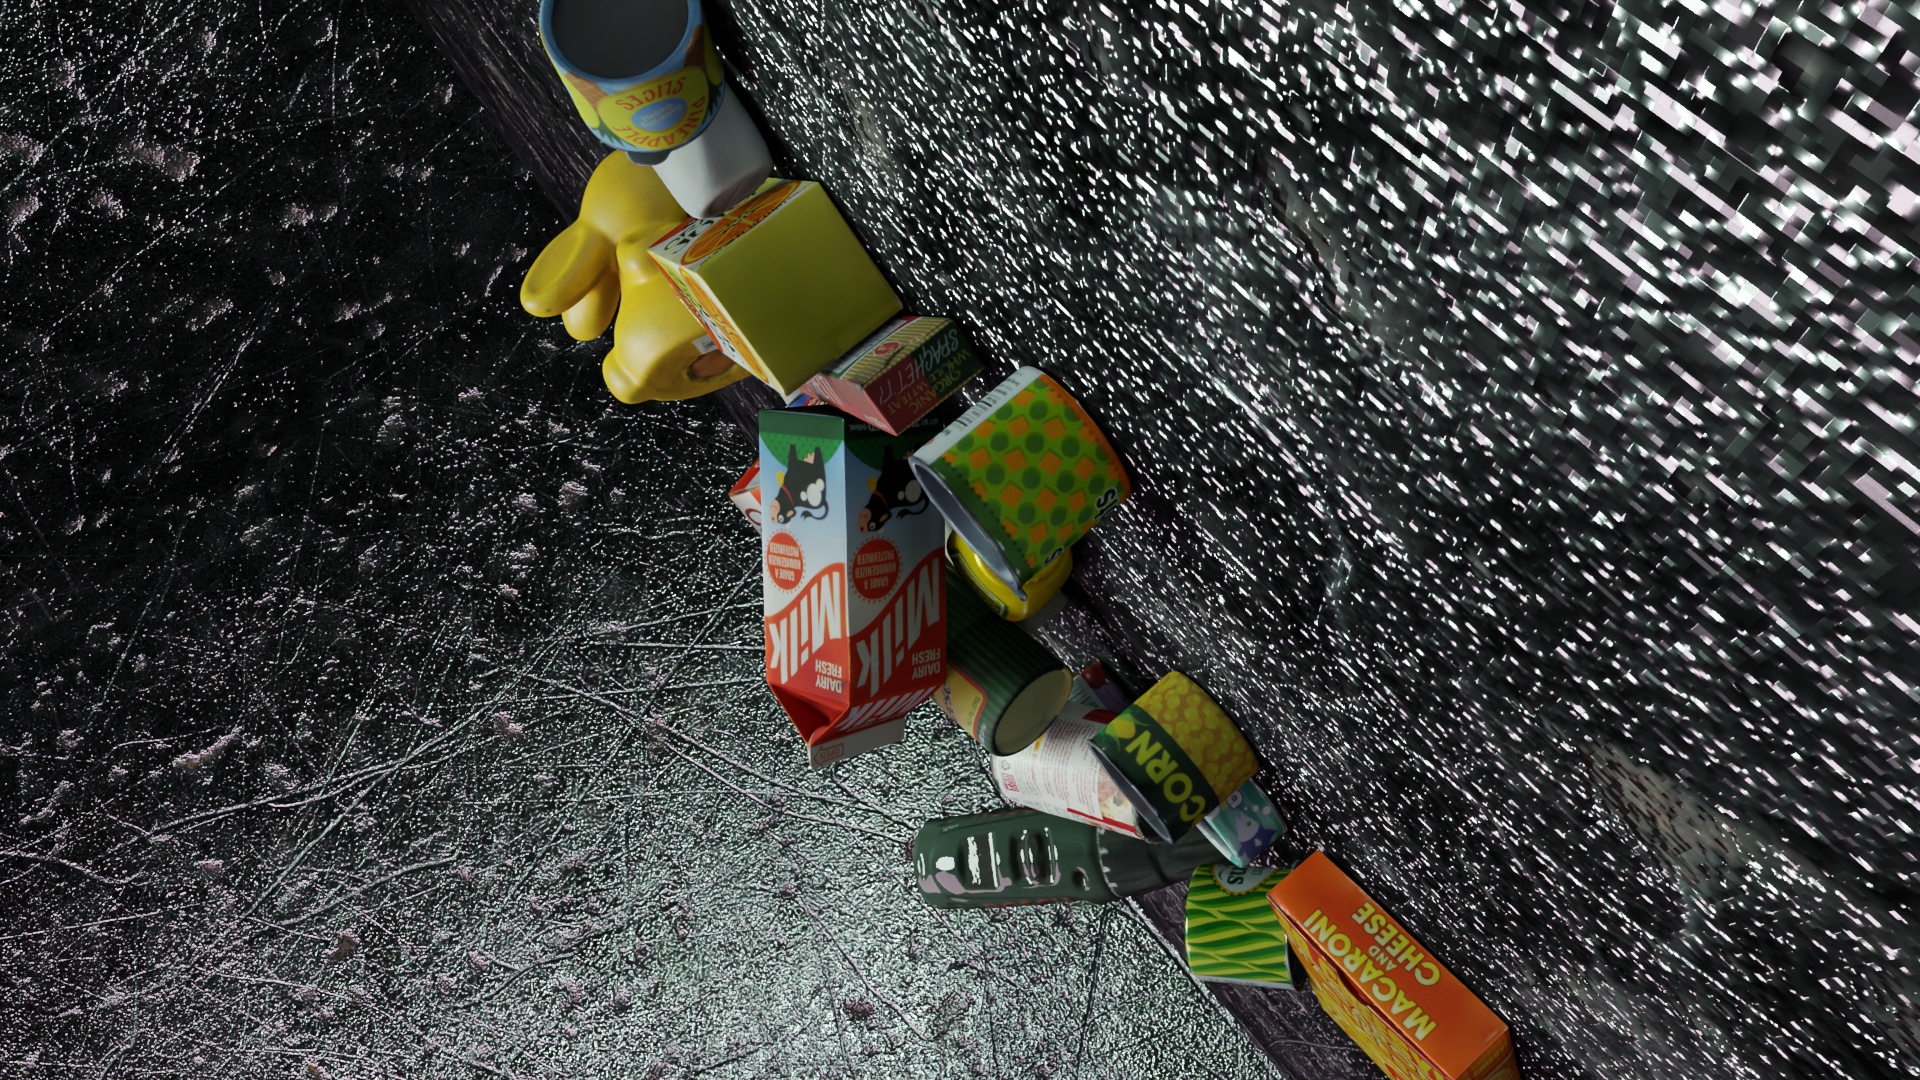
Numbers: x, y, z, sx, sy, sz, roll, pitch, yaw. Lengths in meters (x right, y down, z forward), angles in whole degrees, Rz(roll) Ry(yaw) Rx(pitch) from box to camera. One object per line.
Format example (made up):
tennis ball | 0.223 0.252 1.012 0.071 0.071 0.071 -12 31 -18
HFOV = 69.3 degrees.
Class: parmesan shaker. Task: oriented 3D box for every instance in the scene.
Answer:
parmesan shaker | 0.006 0.066 0.793 0.103 0.071 0.071 39 168 31

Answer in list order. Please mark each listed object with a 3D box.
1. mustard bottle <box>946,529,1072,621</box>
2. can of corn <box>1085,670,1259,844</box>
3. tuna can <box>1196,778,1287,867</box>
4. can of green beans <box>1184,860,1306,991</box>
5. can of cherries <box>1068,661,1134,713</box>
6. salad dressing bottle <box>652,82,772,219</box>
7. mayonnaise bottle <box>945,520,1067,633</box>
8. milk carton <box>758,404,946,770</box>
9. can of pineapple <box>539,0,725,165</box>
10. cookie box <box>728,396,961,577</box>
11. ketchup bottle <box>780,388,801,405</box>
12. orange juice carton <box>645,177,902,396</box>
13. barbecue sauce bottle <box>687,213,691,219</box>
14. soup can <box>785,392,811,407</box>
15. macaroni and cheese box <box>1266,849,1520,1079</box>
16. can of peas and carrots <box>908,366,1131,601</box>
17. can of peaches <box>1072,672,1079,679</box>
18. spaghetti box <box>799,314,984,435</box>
mustard bottle | 0.027 0.005 0.710 0.065 0.049 0.160 48 173 4
can of corn | 0.106 0.108 0.692 0.071 0.058 0.071 50 173 8
tuna can | 0.141 0.141 0.750 0.071 0.033 0.071 50 174 8
can of green beans | 0.163 0.217 0.783 0.058 0.071 0.071 -2 144 25
can of cherries | 0.082 0.120 0.896 0.058 0.071 0.071 50 173 10
salad dressing bottle | -0.148 -0.223 0.650 0.147 0.044 0.064 55 150 -3
mayonnaise bottle | 0.003 -0.010 0.830 0.148 0.041 0.064 52 169 -2
milk carton | -0.057 0.024 0.746 0.073 0.072 0.190 9 104 45
can of pineapple | -0.135 -0.203 0.581 0.071 0.071 0.057 50 173 9
cookie box | -0.054 -0.008 0.872 0.040 0.123 0.167 -15 121 42
ketchup bottle | -0.101 -0.090 1.083 0.065 0.043 0.148 29 160 42
orange juice carton | -0.104 -0.138 0.714 0.073 0.072 0.193 55 172 -25
barbecue sauce bottle | -0.196 -0.221 1.005 0.148 0.044 0.065 53 173 -10
soup can | -0.079 -0.068 0.964 0.084 0.071 0.071 50 173 4
macaroni and cheese box | 0.226 0.244 0.710 0.124 0.040 0.165 44 171 43
can of peas and carrots | 0.024 -0.022 0.531 0.071 0.059 0.071 49 174 8
can of peaches | 0.075 0.126 0.975 0.071 0.071 0.058 52 174 -9
spaghetti box | -0.049 -0.090 0.696 0.028 0.050 0.250 55 173 -18
